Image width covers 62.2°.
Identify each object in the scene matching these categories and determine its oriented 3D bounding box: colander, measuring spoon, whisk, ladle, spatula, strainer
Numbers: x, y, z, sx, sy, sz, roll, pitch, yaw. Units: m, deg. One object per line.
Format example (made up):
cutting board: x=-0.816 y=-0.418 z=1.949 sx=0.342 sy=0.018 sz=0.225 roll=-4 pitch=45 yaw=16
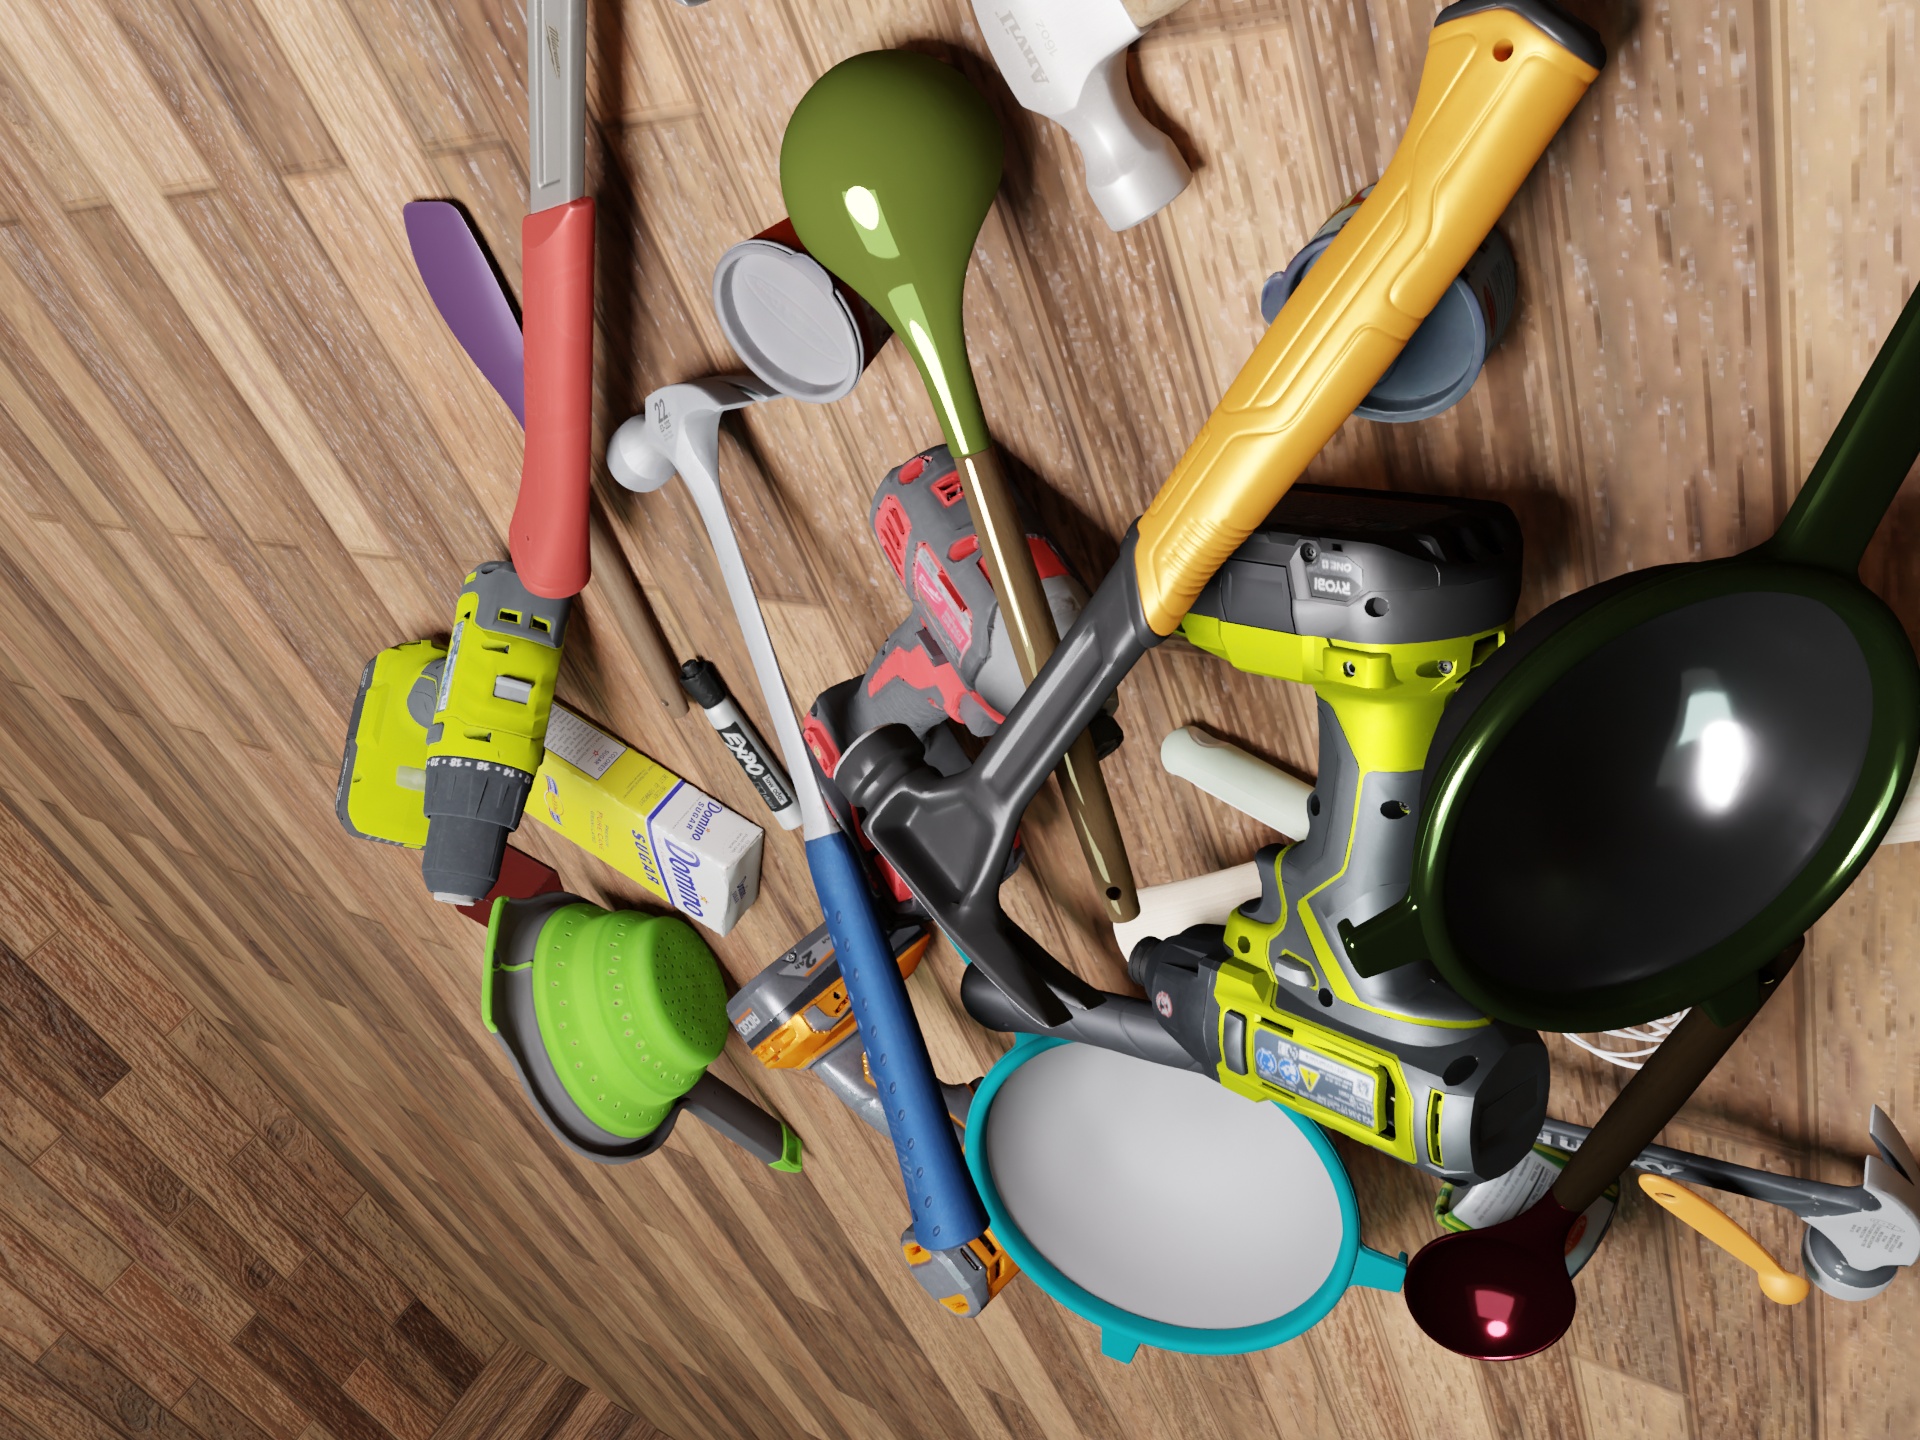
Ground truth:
colander: x=-0.196 y=0.251 z=1.203 sx=0.094 sy=0.205 sz=0.396 roll=-22 pitch=138 yaw=16
measuring spoon: x=0.306 y=0.210 z=0.638 sx=0.116 sy=0.011 sz=0.021 roll=37 pitch=150 yaw=-26
whisk: x=0.190 y=0.066 z=0.656 sx=0.246 sy=0.058 sz=0.059 roll=30 pitch=111 yaw=22
ladle: x=0.015 y=-0.074 z=0.568 sx=0.078 sy=0.062 sz=0.320 roll=-14 pitch=108 yaw=15
spatula: x=-0.209 y=-0.124 z=0.838 sx=0.060 sy=0.018 sz=0.315 roll=12 pitch=137 yaw=36
strainer: x=0.079 y=0.177 z=0.850 sx=0.211 sy=0.095 sz=0.340 roll=-31 pitch=98 yaw=33
strainer: x=0.201 y=-0.034 z=0.432 sx=0.151 sy=0.069 sz=0.256 roll=11 pitch=115 yaw=-22
ladle: x=0.238 y=0.168 z=0.600 sx=0.069 sy=0.031 sz=0.315 roll=20 pitch=140 yaw=11

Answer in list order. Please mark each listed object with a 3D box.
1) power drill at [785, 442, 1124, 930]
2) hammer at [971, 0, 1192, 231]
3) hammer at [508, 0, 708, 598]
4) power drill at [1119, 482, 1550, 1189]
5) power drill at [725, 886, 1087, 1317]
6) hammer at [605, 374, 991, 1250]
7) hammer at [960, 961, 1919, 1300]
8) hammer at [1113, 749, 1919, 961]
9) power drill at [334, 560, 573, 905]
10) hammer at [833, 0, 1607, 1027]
power drill: x=-0.001 y=-0.002 z=0.696 sx=0.143 sy=0.078 sz=0.219 roll=57 pitch=150 yaw=20
hammer: x=0.122 y=-0.232 z=0.377 sx=0.331 sy=0.031 sz=0.130 roll=-11 pitch=123 yaw=49
hammer: x=-0.162 y=-0.177 z=0.666 sx=0.149 sy=0.037 sz=0.358 roll=41 pitch=144 yaw=19
power drill: x=0.121 y=0.034 z=0.564 sx=0.171 sy=0.080 sz=0.223 roll=16 pitch=116 yaw=49
power drill: x=-0.013 y=0.211 z=0.946 sx=0.226 sy=0.164 sz=0.084 roll=50 pitch=147 yaw=5
hammer: x=-0.063 y=0.041 z=0.714 sx=0.144 sy=0.035 sz=0.405 roll=-15 pitch=93 yaw=60
hammer: x=0.189 y=0.162 z=0.693 sx=0.409 sy=0.036 sz=0.149 roll=10 pitch=152 yaw=23
hammer: x=0.197 y=0.035 z=0.568 sx=0.410 sy=0.038 sz=0.146 roll=-23 pitch=99 yaw=50
power drill: x=-0.310 y=0.018 z=0.964 sx=0.080 sy=0.191 sz=0.228 roll=16 pitch=165 yaw=-31
hammer: x=0.076 y=-0.054 z=0.482 sx=0.127 sy=0.034 sz=0.336 roll=49 pitch=124 yaw=24
